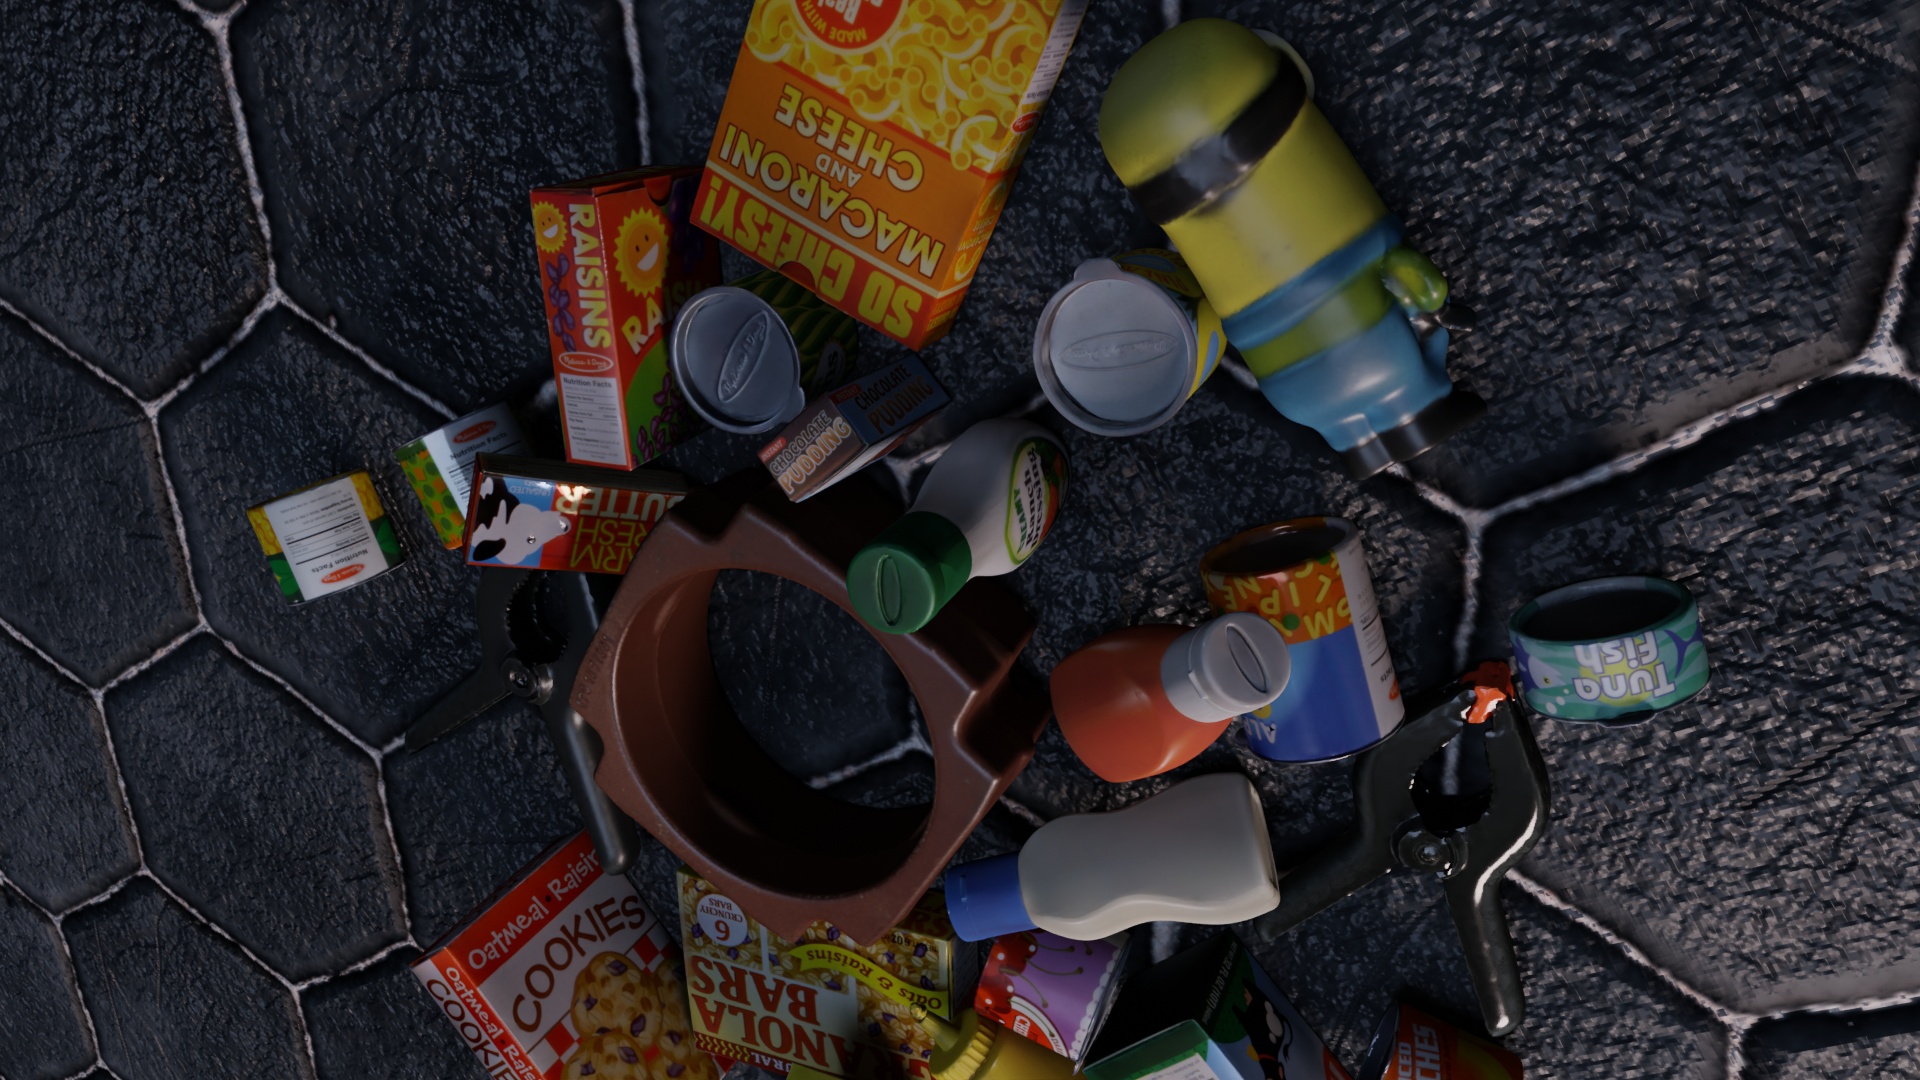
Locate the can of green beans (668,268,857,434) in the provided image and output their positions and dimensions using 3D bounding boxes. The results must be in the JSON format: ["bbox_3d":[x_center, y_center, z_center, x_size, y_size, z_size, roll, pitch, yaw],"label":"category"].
[{"bbox_3d":[-0.088,-0.087,0.628,0.071,0.058,0.071,9,113,21],"label":"can of green beans"}]

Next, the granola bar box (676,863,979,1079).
[{"bbox_3d":[-0.073,0.241,0.763,0.165,0.039,0.123,8,113,22],"label":"granola bar box"}]

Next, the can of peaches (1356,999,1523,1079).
[{"bbox_3d":[0.211,0.248,0.619,0.058,0.071,0.071,22,118,14],"label":"can of peaches"}]

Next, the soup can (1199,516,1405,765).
[{"bbox_3d":[0.137,0.041,0.572,0.071,0.072,0.083,-11,105,28],"label":"soup can"}]

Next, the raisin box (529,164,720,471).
[{"bbox_3d":[-0.146,-0.104,0.632,0.040,0.086,0.123,7,113,24],"label":"raisin box"}]

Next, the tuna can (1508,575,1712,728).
[{"bbox_3d":[0.243,0.041,0.522,0.071,0.071,0.032,-12,104,28],"label":"tuna can"}]

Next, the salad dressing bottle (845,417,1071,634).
[{"bbox_3d":[0.002,-0.007,0.567,0.044,0.148,0.064,7,113,22],"label":"salad dressing bottle"}]

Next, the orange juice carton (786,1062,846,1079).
[{"bbox_3d":[-0.045,0.348,0.745,0.072,0.073,0.191,10,150,20],"label":"orange juice carton"}]

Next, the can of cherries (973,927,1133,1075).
[{"bbox_3d":[0.045,0.215,0.681,0.058,0.072,0.071,22,118,15],"label":"can of cherries"}]

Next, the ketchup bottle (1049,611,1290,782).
[{"bbox_3d":[0.084,0.062,0.572,0.065,0.044,0.148,62,159,6],"label":"ketchup bottle"}]

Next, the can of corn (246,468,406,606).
[{"bbox_3d":[-0.356,-0.003,0.780,0.071,0.071,0.058,-12,104,28],"label":"can of corn"}]

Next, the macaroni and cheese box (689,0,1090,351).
[{"bbox_3d":[-0.034,-0.181,0.577,0.124,0.040,0.165,31,119,11],"label":"macaroni and cheese box"}]

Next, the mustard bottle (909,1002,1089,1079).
[{"bbox_3d":[0.033,0.280,0.702,0.160,0.066,0.048,41,122,-10],"label":"mustard bottle"}]

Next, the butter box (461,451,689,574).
[{"bbox_3d":[-0.189,-0.012,0.687,0.104,0.024,0.053,5,121,-27],"label":"butter box"}]

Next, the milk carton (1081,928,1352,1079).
[{"bbox_3d":[0.152,0.291,0.662,0.073,0.073,0.190,-39,90,31],"label":"milk carton"}]

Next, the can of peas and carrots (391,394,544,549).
[{"bbox_3d":[-0.249,-0.035,0.719,0.071,0.071,0.058,-19,102,29],"label":"can of peas and carrots"}]

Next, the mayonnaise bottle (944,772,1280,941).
[{"bbox_3d":[0.067,0.152,0.637,0.148,0.065,0.041,-16,144,17],"label":"mayonnaise bottle"}]

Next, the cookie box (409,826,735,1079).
[{"bbox_3d":[-0.211,0.264,0.785,0.040,0.123,0.167,-33,95,30],"label":"cookie box"}]

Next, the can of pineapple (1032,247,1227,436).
[{"bbox_3d":[0.070,-0.083,0.559,0.071,0.058,0.070,9,113,21],"label":"can of pineapple"}]

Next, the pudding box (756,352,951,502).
[{"bbox_3d":[-0.045,-0.050,0.609,0.049,0.084,0.030,-36,90,32],"label":"pudding box"}]
